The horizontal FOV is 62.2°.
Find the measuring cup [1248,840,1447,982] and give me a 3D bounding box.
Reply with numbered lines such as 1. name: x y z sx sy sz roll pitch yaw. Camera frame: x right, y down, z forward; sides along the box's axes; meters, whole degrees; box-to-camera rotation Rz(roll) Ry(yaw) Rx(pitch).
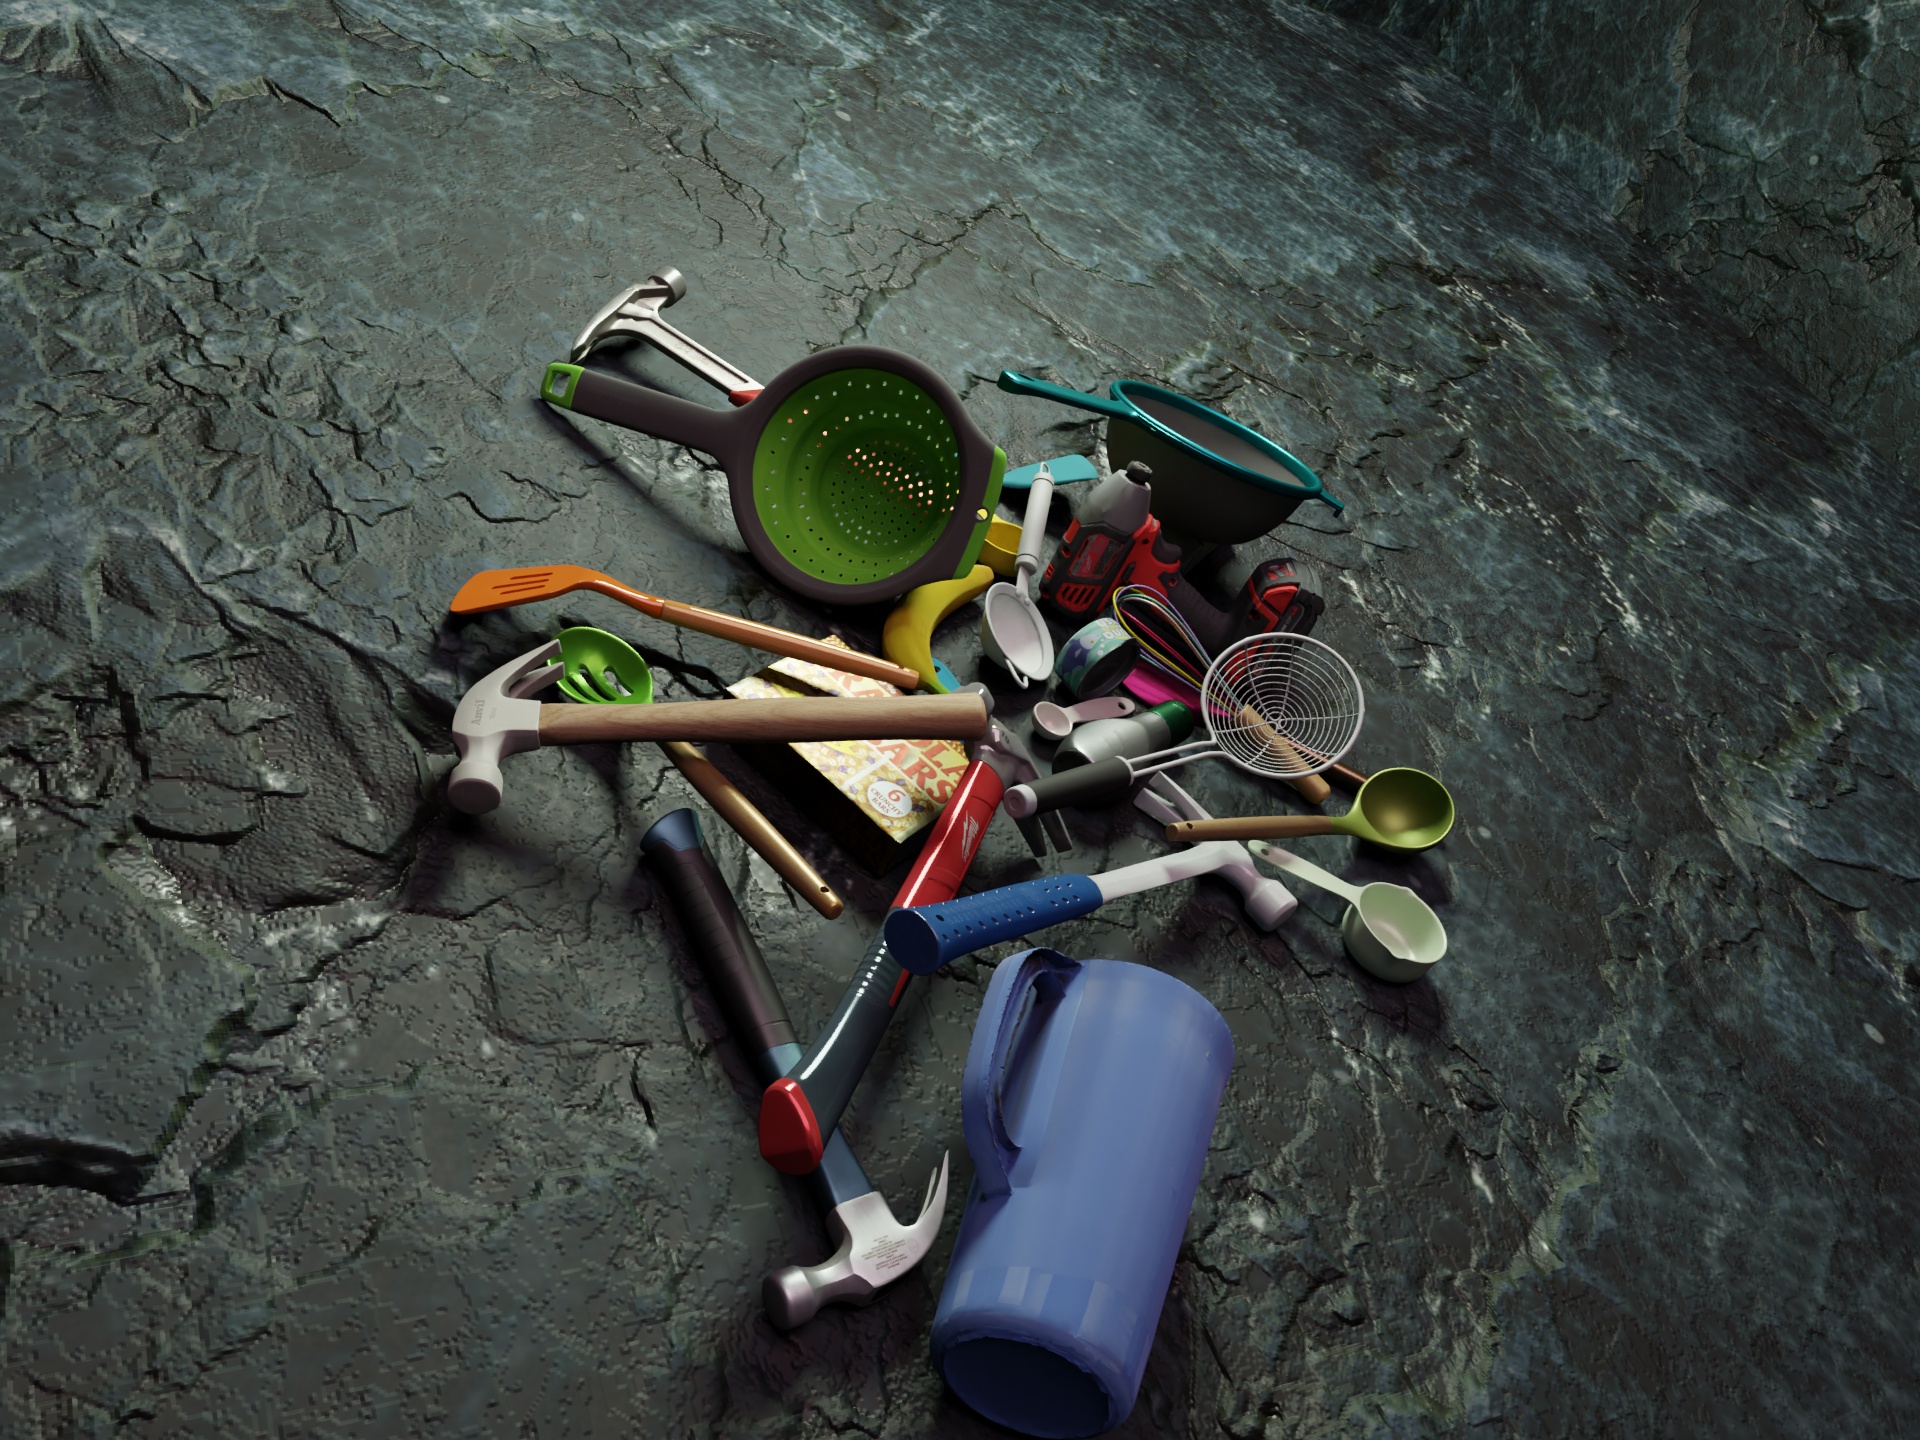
1. measuring cup: 0.288 0.143 1.213 0.167 0.038 0.083 28 38 3

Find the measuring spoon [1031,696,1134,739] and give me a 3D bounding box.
1. measuring spoon: 0.099 -0.002 1.279 0.124 0.018 0.034 -10 57 -47

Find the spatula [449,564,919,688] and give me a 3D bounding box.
1. spatula: -0.187 -0.063 1.114 0.322 0.041 0.081 15 23 -9

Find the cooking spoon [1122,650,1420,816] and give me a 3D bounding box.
1. cooking spoon: 0.270 0.017 1.354 0.319 0.017 0.069 27 40 -1

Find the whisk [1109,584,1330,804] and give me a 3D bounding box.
1. whisk: 0.213 -0.019 1.318 0.245 0.051 0.047 45 14 0

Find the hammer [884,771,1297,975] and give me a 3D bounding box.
1. hammer: 0.086 0.109 1.057 0.144 0.035 0.405 48 28 24

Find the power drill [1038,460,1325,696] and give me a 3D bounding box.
1. power drill: 0.192 -0.123 1.362 0.219 0.143 0.079 24 25 -9

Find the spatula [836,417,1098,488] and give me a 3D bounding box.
1. spatula: -0.032 -0.257 1.454 0.317 0.044 0.082 15 22 -15

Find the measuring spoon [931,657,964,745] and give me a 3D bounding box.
1. measuring spoon: -0.002 -0.004 1.220 0.042 0.021 0.129 -5 40 -26

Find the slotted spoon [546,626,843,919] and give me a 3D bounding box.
1. slotted spoon: -0.172 0.030 1.015 0.070 0.031 0.314 -15 42 -40

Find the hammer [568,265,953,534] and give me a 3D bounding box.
1. hammer: -0.155 -0.256 1.373 0.359 0.036 0.149 33 53 1

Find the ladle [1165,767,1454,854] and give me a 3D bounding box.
1. ladle: 0.273 0.074 1.227 0.320 0.062 0.078 1 46 -42

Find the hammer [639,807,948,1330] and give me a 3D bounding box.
1. hammer: -0.113 0.183 0.929 0.128 0.033 0.331 -7 51 -35

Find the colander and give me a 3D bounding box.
1. colander: -0.151 -0.216 1.295 0.397 0.204 0.094 19 2 12

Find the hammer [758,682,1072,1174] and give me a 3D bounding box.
1. hammer: -0.021 0.134 0.975 0.143 0.038 0.386 59 33 -21

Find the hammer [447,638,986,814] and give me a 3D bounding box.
1. hammer: -0.149 -0.001 1.010 0.331 0.031 0.130 -1 42 -9

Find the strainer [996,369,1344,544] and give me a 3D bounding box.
1. strainer: 0.160 -0.227 1.402 0.340 0.095 0.211 8 29 -34

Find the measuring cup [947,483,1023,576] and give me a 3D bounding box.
1. measuring cup: 0.015 -0.176 1.415 0.062 0.029 0.157 -5 37 -35

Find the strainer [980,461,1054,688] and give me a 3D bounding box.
1. strainer: 0.053 -0.121 1.322 0.086 0.050 0.259 40 46 -33

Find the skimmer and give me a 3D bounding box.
1. skimmer: 0.169 0.008 1.167 0.363 0.090 0.127 -13 58 -48
